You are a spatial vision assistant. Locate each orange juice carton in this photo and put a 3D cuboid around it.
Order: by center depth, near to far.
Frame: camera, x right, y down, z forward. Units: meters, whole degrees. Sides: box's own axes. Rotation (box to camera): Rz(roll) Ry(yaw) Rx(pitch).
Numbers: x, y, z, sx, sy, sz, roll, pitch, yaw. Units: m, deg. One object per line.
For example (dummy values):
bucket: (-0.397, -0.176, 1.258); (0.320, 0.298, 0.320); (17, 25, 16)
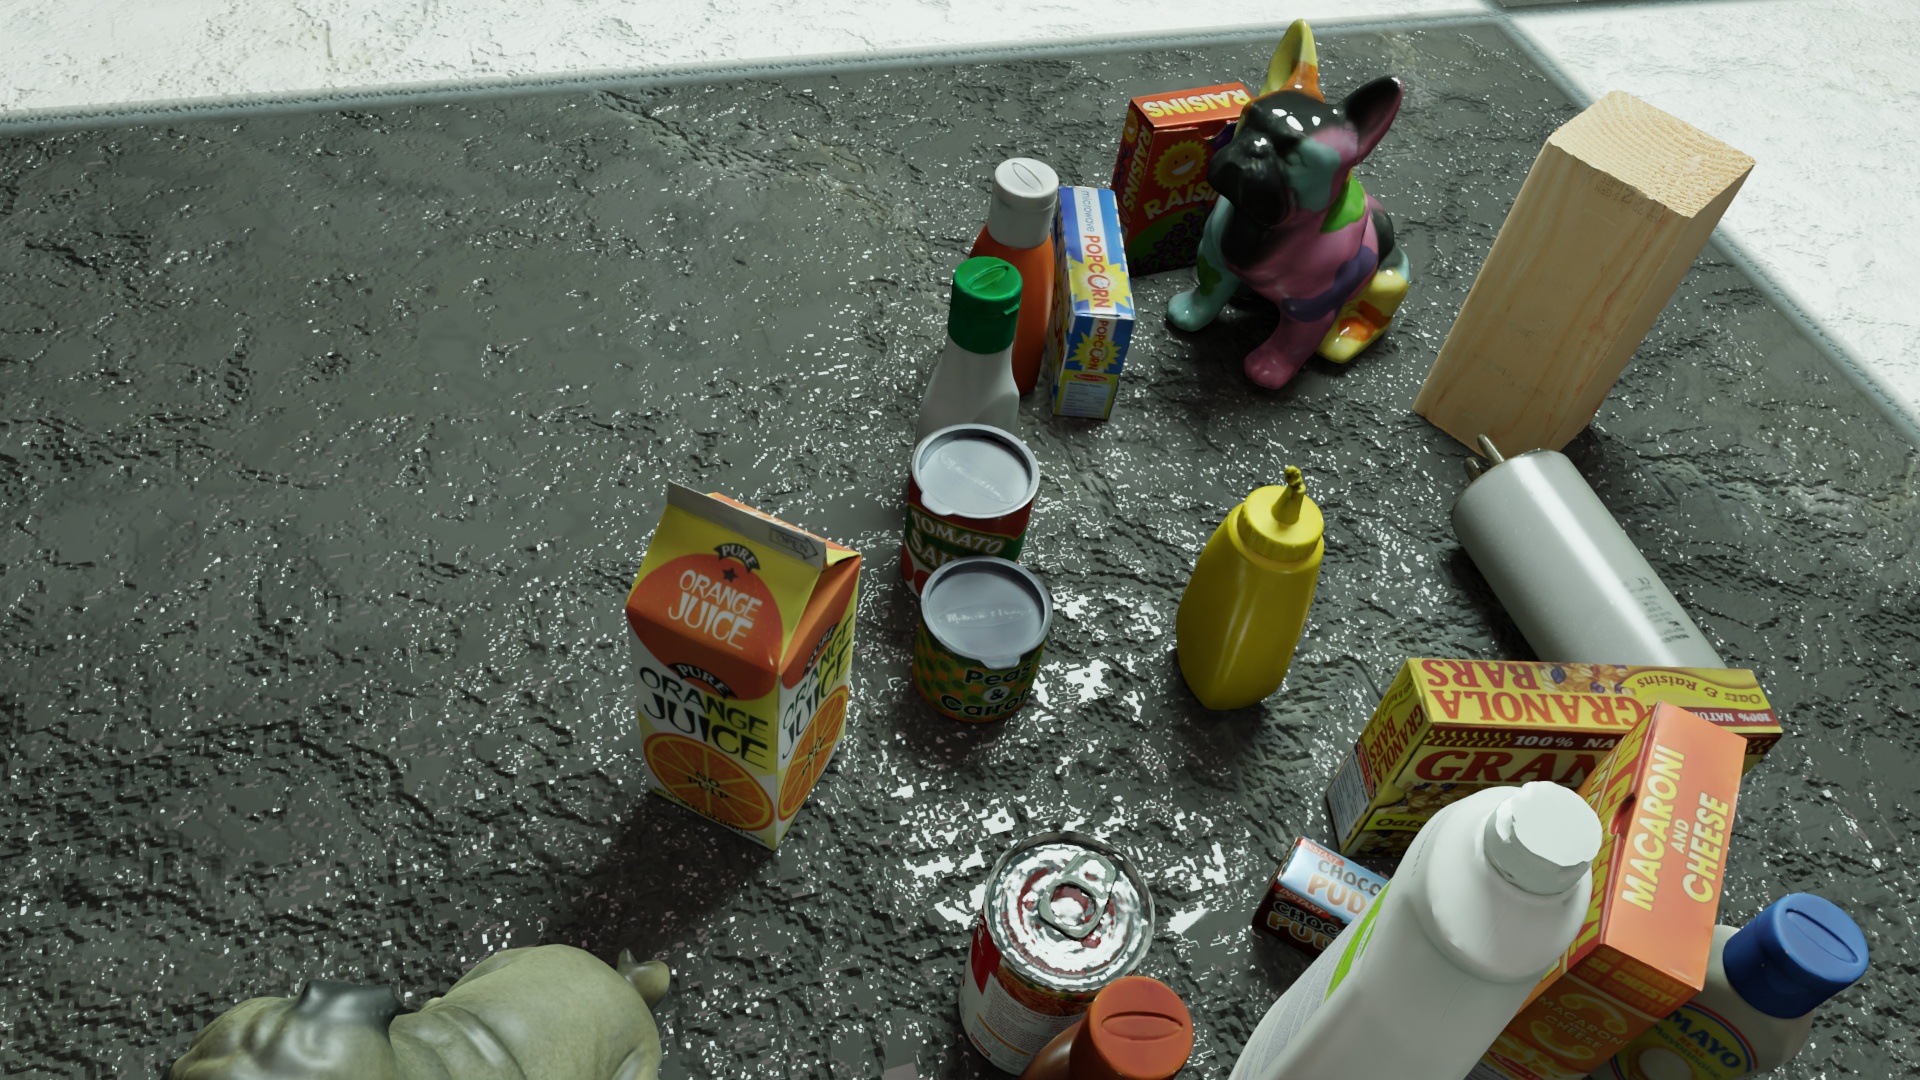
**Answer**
orange juice carton: (-0.094, 0.049, 0.608); (0.072, 0.191, 0.073); (23, 51, 11)

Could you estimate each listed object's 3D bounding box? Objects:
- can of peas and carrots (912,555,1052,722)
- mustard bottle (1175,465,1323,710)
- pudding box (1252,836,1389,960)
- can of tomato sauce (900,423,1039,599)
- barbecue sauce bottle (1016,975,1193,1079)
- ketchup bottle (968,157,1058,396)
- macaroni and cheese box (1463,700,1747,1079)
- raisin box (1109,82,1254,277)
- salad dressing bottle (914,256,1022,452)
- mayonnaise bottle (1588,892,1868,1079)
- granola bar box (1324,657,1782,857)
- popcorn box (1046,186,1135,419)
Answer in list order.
can of peas and carrots: (0.011, 0.053, 0.708); (0.071, 0.058, 0.071); (4, 50, -5)
mustard bottle: (0.148, 0.020, 0.689); (0.049, 0.159, 0.065); (-7, 52, -14)
pudding box: (0.182, 0.175, 0.636); (0.084, 0.049, 0.030); (27, 52, 14)
can of tomato sauce: (0.003, -0.009, 0.743); (0.071, 0.082, 0.071); (4, 50, -5)
barbecue sauce bottle: (0.053, 0.209, 0.523); (0.065, 0.147, 0.044); (3, 50, -6)
ketchup bottle: (0.030, -0.156, 0.828); (0.044, 0.148, 0.065); (-23, 57, -25)
macaroni and cheese box: (0.259, 0.162, 0.582); (0.040, 0.165, 0.124); (26, 51, 13)
raisin box: (0.146, -0.240, 0.933); (0.086, 0.122, 0.040); (-13, 53, -19)
salad dressing bottle: (0.007, -0.089, 0.769); (0.064, 0.146, 0.044); (-33, 62, -30)
mayonnaise bottle: (0.313, 0.194, 0.575); (0.065, 0.147, 0.041); (39, 55, 23)
granola bar box: (0.274, 0.107, 0.658); (0.166, 0.123, 0.039); (2, 50, -6)
popcorn box: (0.078, -0.151, 0.872); (0.038, 0.084, 0.127); (3, 50, -6)
